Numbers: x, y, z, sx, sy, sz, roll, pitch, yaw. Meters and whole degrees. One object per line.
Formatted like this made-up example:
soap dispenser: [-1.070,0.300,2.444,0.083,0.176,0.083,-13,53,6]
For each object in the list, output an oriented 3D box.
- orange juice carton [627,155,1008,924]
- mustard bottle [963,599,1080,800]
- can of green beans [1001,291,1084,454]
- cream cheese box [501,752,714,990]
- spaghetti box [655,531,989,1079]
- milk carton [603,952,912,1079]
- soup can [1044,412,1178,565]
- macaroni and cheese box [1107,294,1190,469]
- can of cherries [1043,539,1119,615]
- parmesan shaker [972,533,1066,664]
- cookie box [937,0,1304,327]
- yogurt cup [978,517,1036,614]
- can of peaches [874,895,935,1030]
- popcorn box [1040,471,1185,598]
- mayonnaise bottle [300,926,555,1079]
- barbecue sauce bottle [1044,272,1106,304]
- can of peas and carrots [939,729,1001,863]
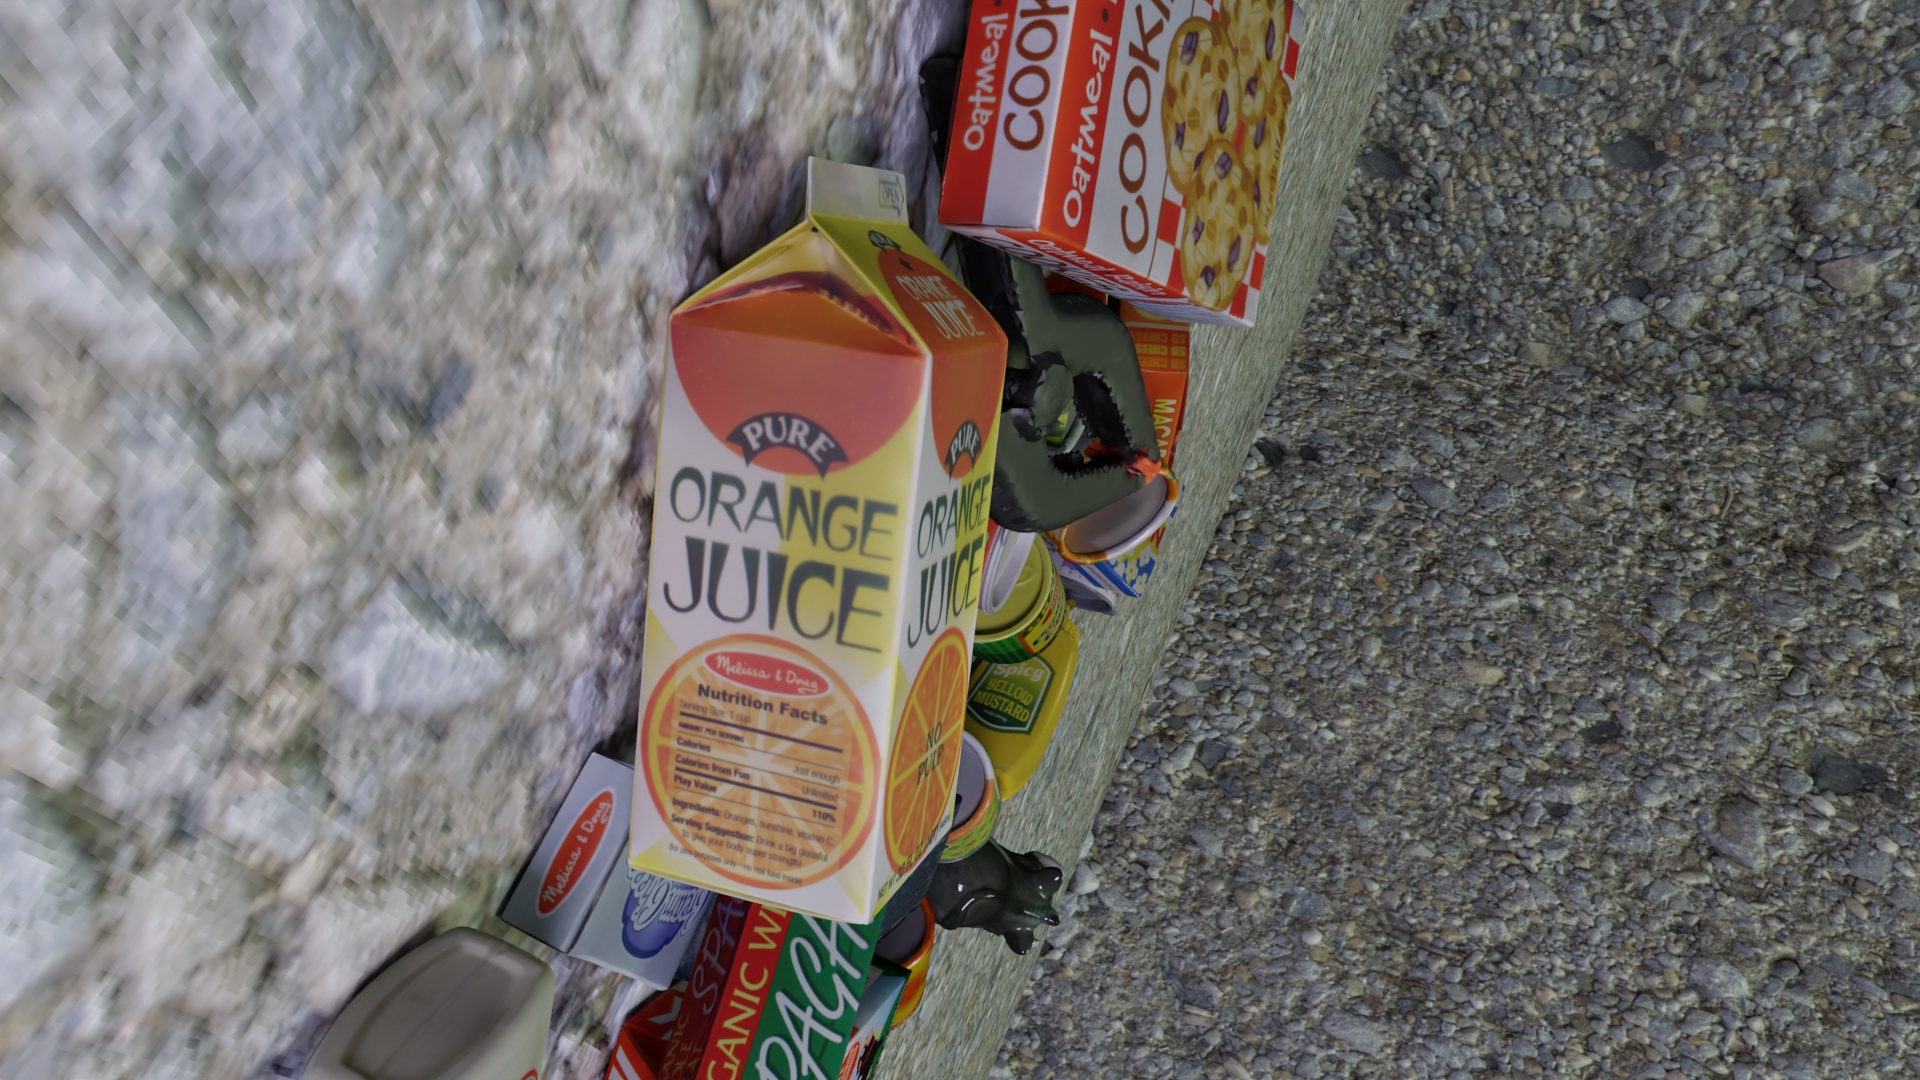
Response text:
orange juice carton: [-0.036,-0.004,0.378,0.072,0.073,0.192,-28,126,-70]
mustard bottle: [0.041,0.091,0.903,0.048,0.065,0.161,94,22,-49]
can of green beans: [0.030,-0.077,0.607,0.071,0.058,0.071,19,92,-77]
cream cheese box: [-0.101,0.105,0.429,0.103,0.024,0.053,81,33,-66]
spaghetti box: [-0.044,0.093,0.479,0.028,0.050,0.251,-26,-139,50]
milk carton: [-0.089,0.217,0.548,0.191,0.073,0.072,-5,116,-76]
soup can: [0.054,-0.040,0.662,0.071,0.084,0.071,-21,145,-15]
macaroni and cheese box: [0.103,-0.120,0.770,0.123,0.040,0.167,89,6,-57]
can of cherries: [0.087,0.011,0.959,0.071,0.071,0.058,71,41,-71]
parmesan shaker: [0.018,0.022,0.702,0.103,0.071,0.071,51,60,-76]
cookie box: [0.061,-0.148,0.473,0.168,0.040,0.123,4,95,-57]
yogurt cup: [0.002,-0.008,0.612,0.072,0.054,0.072,19,92,-77]
can of peaches: [-0.047,0.214,0.731,0.071,0.071,0.057,-56,161,-46]
popcorn box: [0.089,-0.028,0.873,0.126,0.038,0.085,40,69,-50]
mayonnaise bottle: [-0.136,0.172,0.351,0.065,0.041,0.147,-49,156,-61]
barbecue sauce bottle: [0.054,-0.078,0.740,0.147,0.044,0.065,91,17,-56]
can of peas and carrots: [-0.014,0.139,0.754,0.058,0.071,0.071,78,35,-67]
